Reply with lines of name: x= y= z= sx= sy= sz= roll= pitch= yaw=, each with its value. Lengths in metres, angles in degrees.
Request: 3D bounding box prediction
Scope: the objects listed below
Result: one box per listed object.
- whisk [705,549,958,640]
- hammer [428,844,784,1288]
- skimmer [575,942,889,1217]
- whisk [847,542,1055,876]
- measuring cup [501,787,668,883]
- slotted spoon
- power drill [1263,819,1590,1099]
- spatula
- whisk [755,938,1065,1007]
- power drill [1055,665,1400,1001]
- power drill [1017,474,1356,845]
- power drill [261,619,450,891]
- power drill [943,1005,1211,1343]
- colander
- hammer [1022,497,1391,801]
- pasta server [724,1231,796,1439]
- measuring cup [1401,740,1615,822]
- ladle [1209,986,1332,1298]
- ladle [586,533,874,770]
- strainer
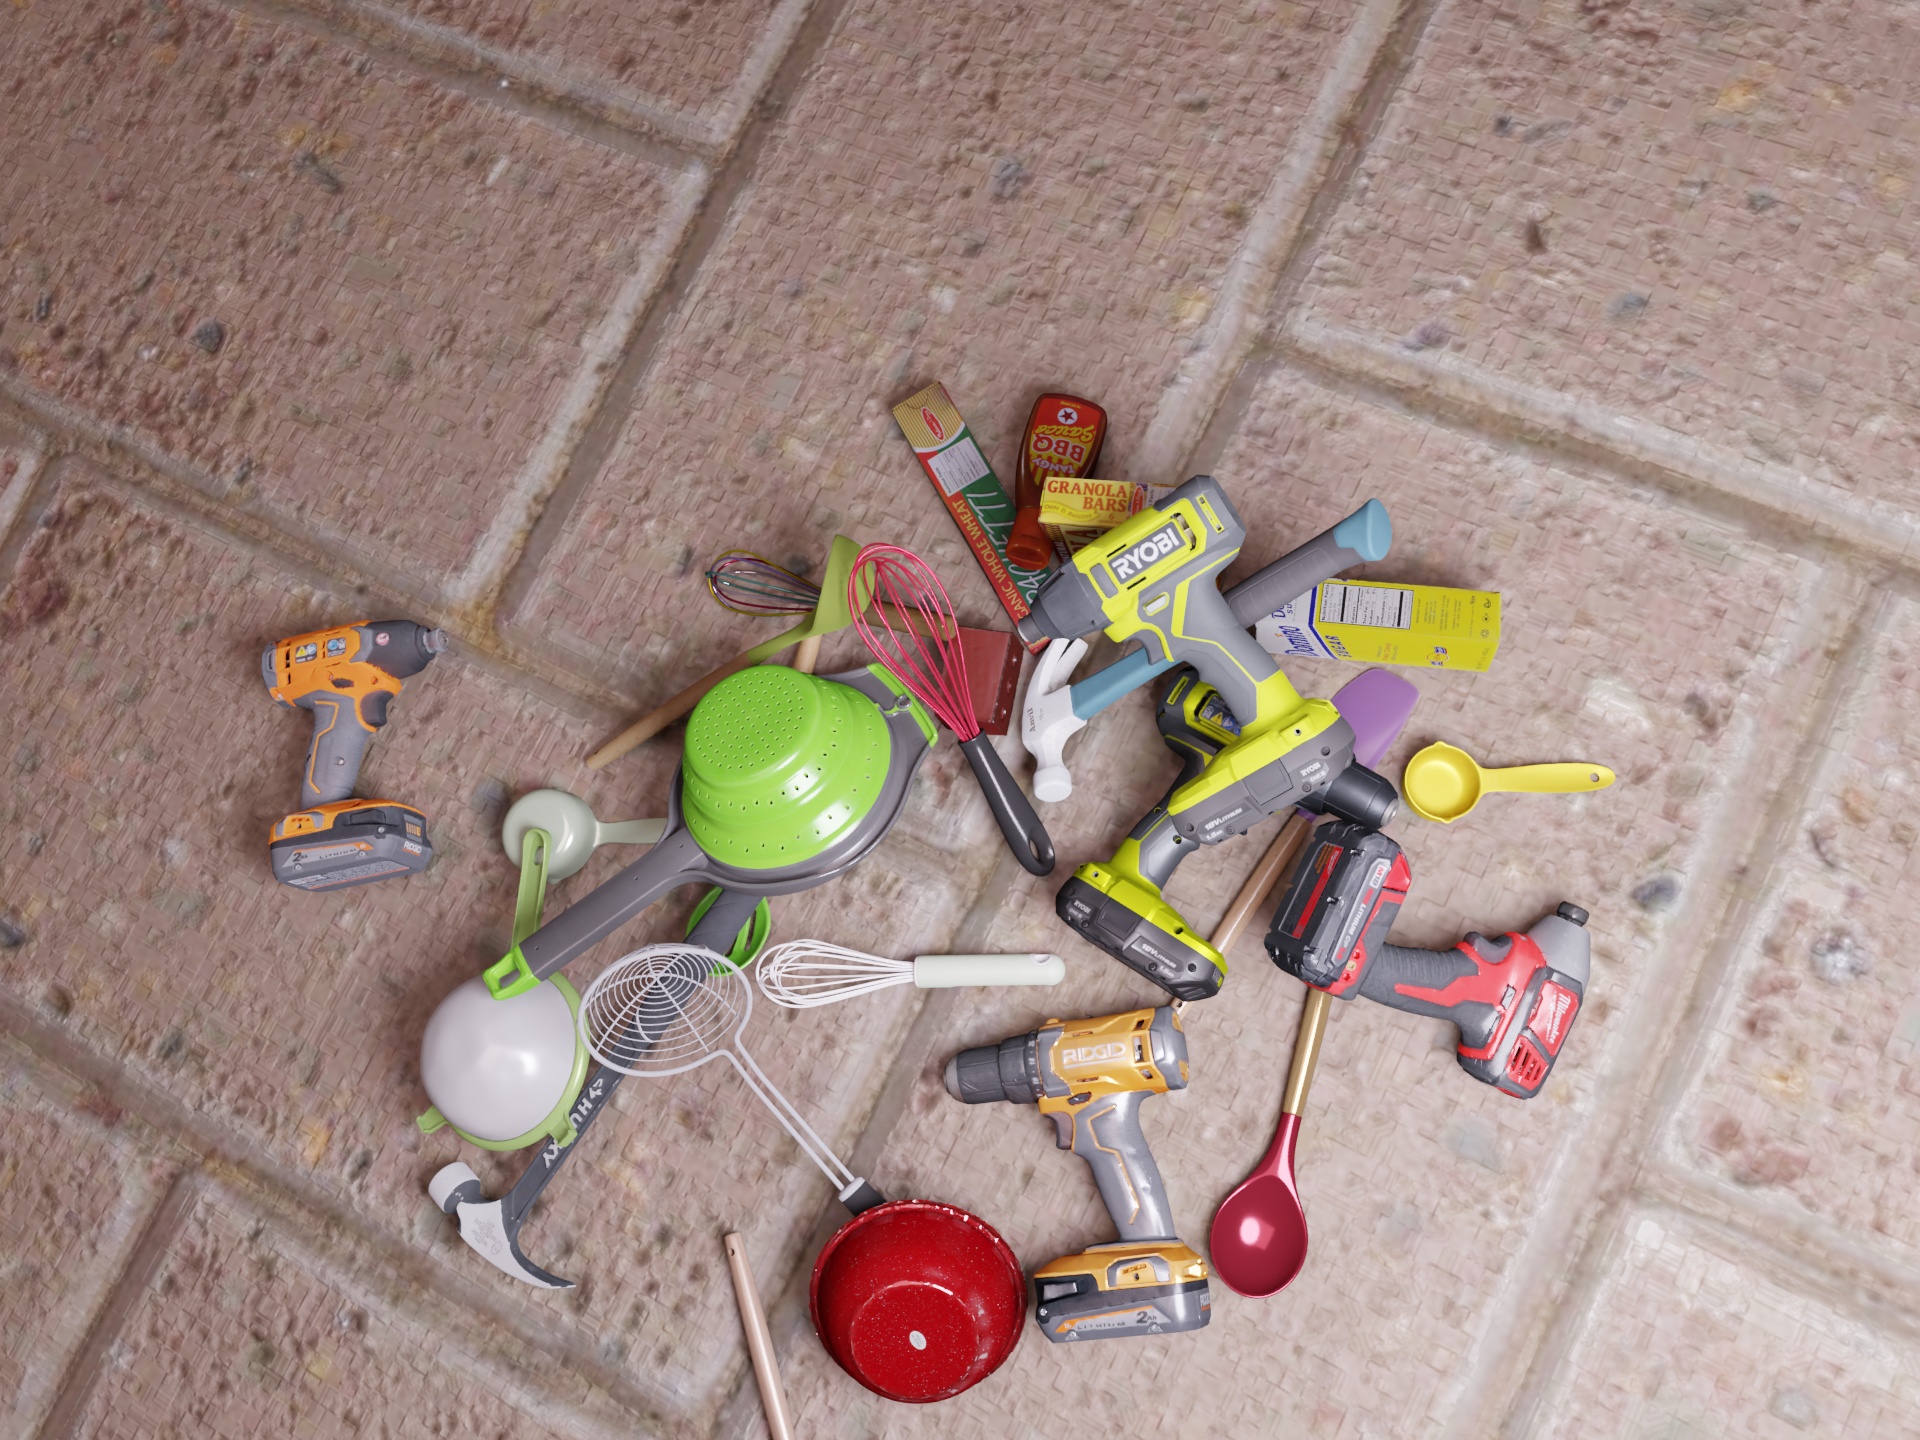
whisk: x=-0.111 y=-0.101 z=1.305 sx=0.245 sy=0.051 sz=0.047 roll=13 pitch=71 yaw=27
hammer: x=-0.256 y=0.258 z=1.251 sx=0.149 sy=0.036 sz=0.409 roll=37 pitch=91 yaw=28
skimmer: x=-0.129 y=0.310 z=1.168 sx=0.127 sy=0.090 sz=0.363 roll=-43 pitch=87 yaw=12
whisk: x=-0.002 y=-0.004 z=1.215 sx=0.073 sy=0.073 sz=0.295 roll=-28 pitch=105 yaw=5
measuring cup: x=-0.305 y=0.092 z=1.326 sx=0.167 sy=0.038 sz=0.083 roll=-4 pitch=77 yaw=14
slotted spoon: x=-0.157 y=0.058 z=1.309 sx=0.070 sy=0.031 sz=0.314 roll=11 pitch=78 yaw=18
power drill: x=0.339 y=0.160 z=1.115 sx=0.219 sy=0.078 sz=0.143 roll=27 pitch=87 yaw=-11
spatula: x=0.246 y=0.095 z=1.215 sx=0.060 sy=0.018 sz=0.316 roll=31 pitch=85 yaw=30
whisk: x=-0.041 y=0.198 z=1.245 sx=0.246 sy=0.058 sz=0.059 roll=-2 pitch=111 yaw=9
power drill: x=0.195 y=0.090 z=1.187 sx=0.191 sy=0.080 sz=0.228 roll=31 pitch=82 yaw=26
power drill: x=0.157 y=-0.034 z=1.108 sx=0.171 sy=0.080 sz=0.223 roll=-32 pitch=89 yaw=18
power drill: x=-0.514 y=0.021 z=1.370 sx=0.164 sy=0.084 sz=0.227 roll=-12 pitch=71 yaw=9
power drill: x=0.085 y=0.332 z=1.167 sx=0.185 sy=0.084 sz=0.226 roll=-11 pitch=71 yaw=16
colander: x=-0.210 y=0.072 z=1.212 sx=0.397 sy=0.094 sz=0.205 roll=-36 pitch=51 yaw=-6
hammer: x=0.174 y=-0.063 z=1.182 sx=0.331 sy=0.033 sz=0.128 roll=-32 pitch=48 yaw=32
pasta server: x=-0.134 y=0.542 z=1.187 sx=0.060 sy=0.040 sz=0.316 roll=-24 pitch=72 yaw=18
measuring cup: x=0.408 y=0.047 z=1.192 sx=0.156 sy=0.029 sz=0.062 roll=-2 pitch=77 yaw=0
ladle: x=0.249 y=0.264 z=1.172 sx=0.069 sy=0.031 sz=0.315 roll=14 pitch=79 yaw=13
ladle: x=-0.196 y=-0.046 z=1.288 sx=0.320 sy=0.078 sz=0.062 roll=-31 pitch=117 yaw=23
strainer: x=-0.365 y=0.207 z=1.256 sx=0.151 sy=0.069 sz=0.256 roll=-1 pitch=75 yaw=24
